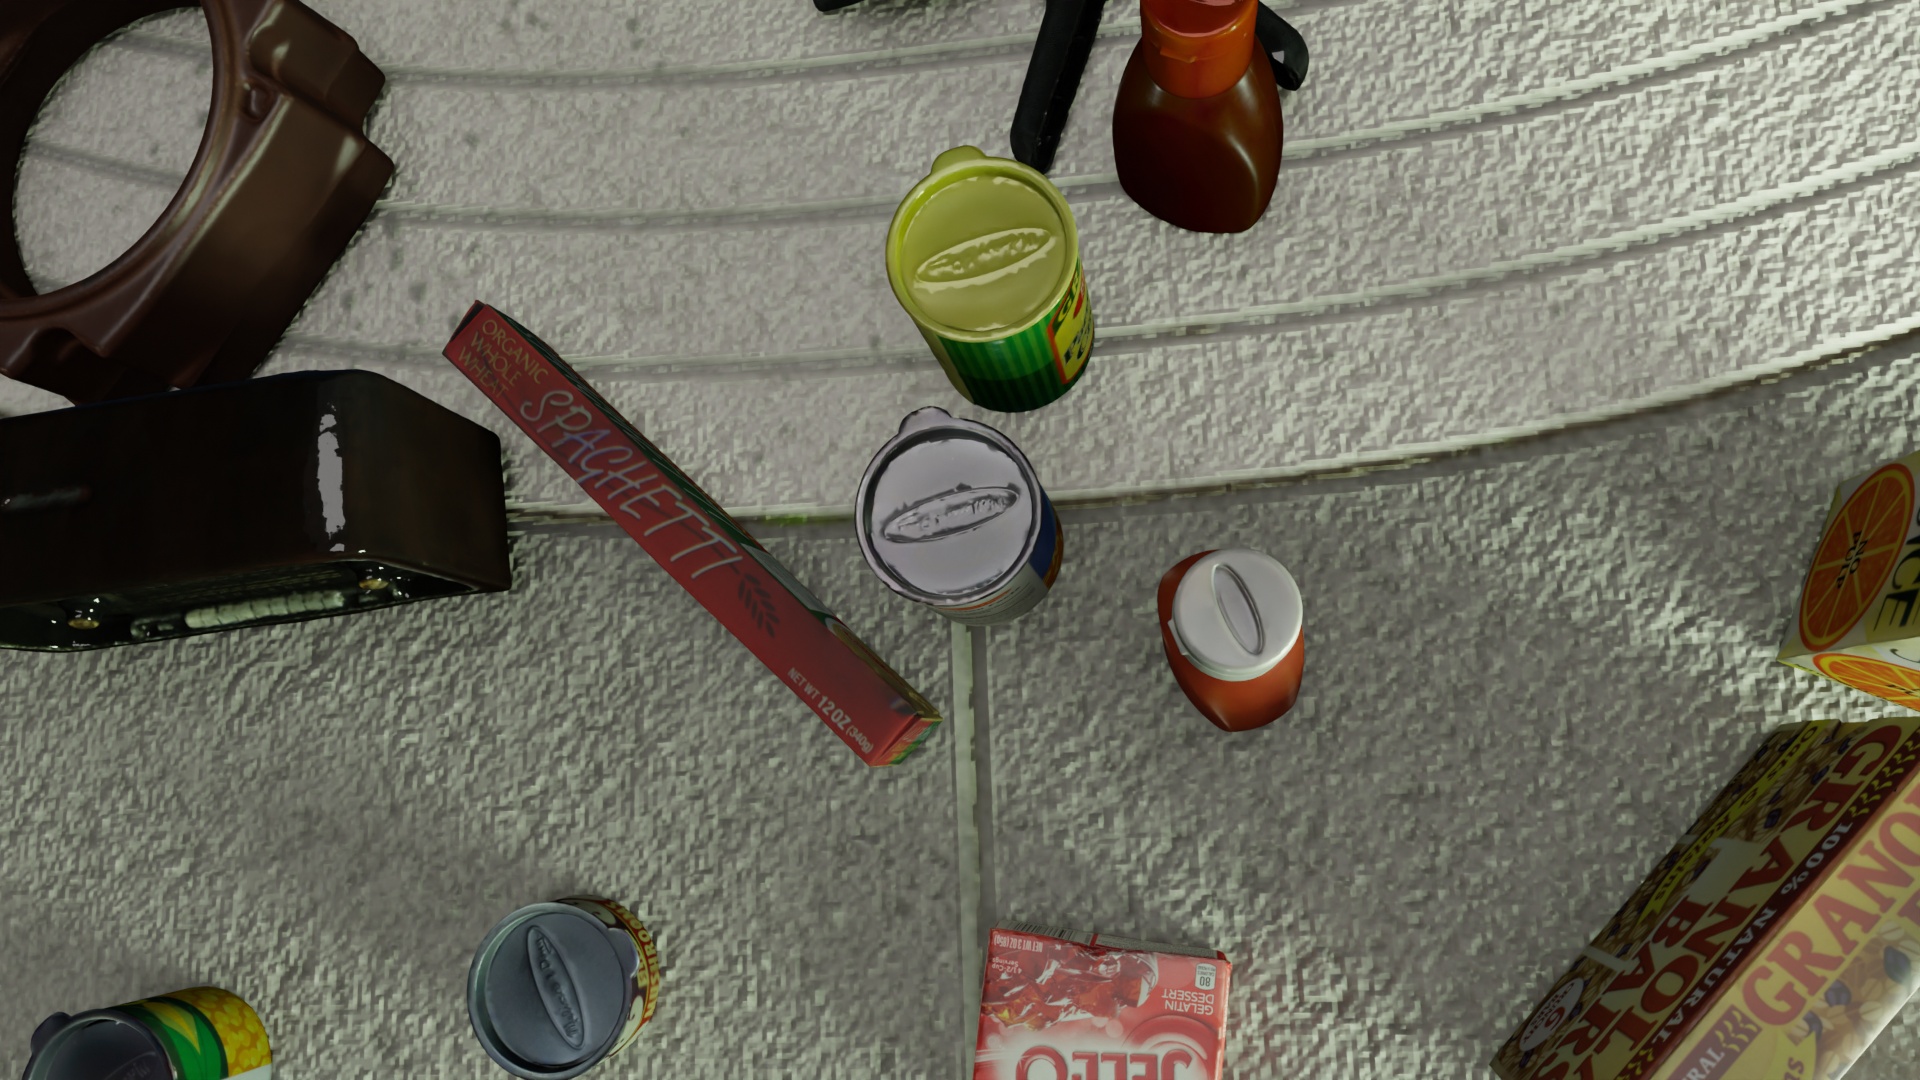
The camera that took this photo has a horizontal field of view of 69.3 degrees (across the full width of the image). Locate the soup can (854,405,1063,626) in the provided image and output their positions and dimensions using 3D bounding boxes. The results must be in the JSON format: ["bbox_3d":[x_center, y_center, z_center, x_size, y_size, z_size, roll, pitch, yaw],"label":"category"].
[{"bbox_3d":[0.002,-0.007,0.518,0.071,0.083,0.071,-1,81,9],"label":"soup can"}]

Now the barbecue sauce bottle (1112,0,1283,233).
[{"bbox_3d":[0.085,-0.158,0.497,0.065,0.148,0.043,22,86,12],"label":"barbecue sauce bottle"}]

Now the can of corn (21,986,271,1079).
[{"bbox_3d":[-0.321,0.212,0.548,0.071,0.058,0.071,-1,81,9],"label":"can of corn"}]

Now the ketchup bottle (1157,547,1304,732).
[{"bbox_3d":[0.090,0.031,0.464,0.043,0.148,0.065,-24,78,5],"label":"ketchup bottle"}]

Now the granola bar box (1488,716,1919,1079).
[{"bbox_3d":[0.244,0.128,0.436,0.039,0.124,0.165,41,89,13],"label":"granola bar box"}]

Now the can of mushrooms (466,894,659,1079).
[{"bbox_3d":[-0.151,0.172,0.540,0.071,0.033,0.071,-1,81,9],"label":"can of mushrooms"}]

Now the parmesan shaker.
[{"bbox_3d":[0.015,-0.094,0.521,0.071,0.103,0.071,-1,81,9],"label":"parmesan shaker"}]

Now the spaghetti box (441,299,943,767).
[{"bbox_3d":[-0.109,-0.004,0.553,0.250,0.050,0.028,42,90,13],"label":"spaghetti box"}]

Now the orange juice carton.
[{"bbox_3d":[0.324,0.010,0.407,0.072,0.192,0.073,22,85,12],"label":"orange juice carton"}]
